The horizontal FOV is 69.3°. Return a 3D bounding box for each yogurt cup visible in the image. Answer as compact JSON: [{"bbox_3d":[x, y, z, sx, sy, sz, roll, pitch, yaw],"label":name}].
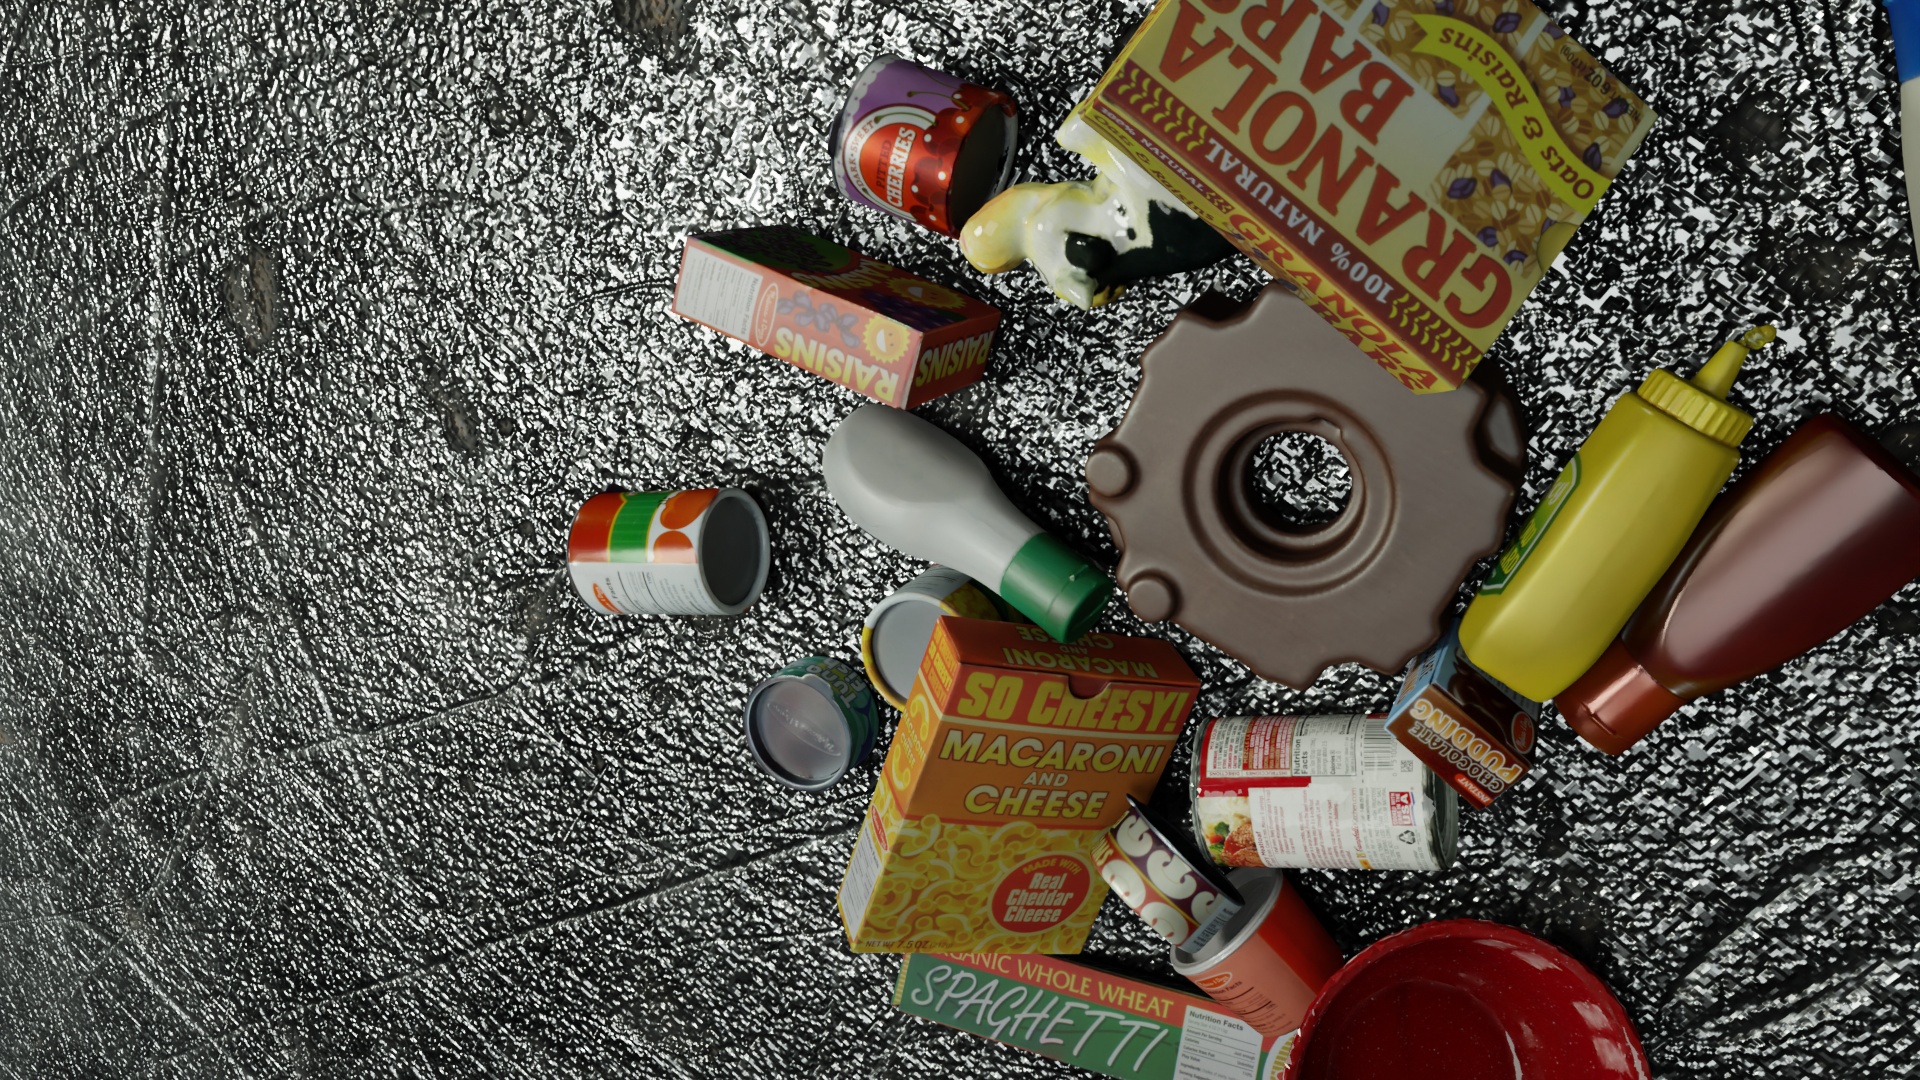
[{"bbox_3d":[0.140,0.191,0.644,0.054,0.073,0.072,46,119,-3],"label":"yogurt cup"}]

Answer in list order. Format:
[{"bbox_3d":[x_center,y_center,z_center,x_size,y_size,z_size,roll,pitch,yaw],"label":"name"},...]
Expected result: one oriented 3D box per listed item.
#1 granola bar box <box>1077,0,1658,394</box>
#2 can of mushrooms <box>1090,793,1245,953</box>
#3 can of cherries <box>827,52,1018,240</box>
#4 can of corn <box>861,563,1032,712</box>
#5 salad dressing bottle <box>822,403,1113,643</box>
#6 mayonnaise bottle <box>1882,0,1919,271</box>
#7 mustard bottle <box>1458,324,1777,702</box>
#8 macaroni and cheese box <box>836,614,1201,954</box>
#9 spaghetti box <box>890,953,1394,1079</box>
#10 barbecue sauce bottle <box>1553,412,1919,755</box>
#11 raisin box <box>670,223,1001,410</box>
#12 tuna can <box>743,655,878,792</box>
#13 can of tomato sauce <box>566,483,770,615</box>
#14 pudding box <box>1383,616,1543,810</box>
[{"bbox_3d":[0.144,-0.150,0.492,0.165,0.039,0.124,37,88,-9],"label":"granola bar box"},{"bbox_3d":[0.091,0.150,0.628,0.071,0.071,0.033,42,94,8],"label":"can of mushrooms"},{"bbox_3d":[-0.016,-0.169,0.603,0.058,0.072,0.071,25,115,17],"label":"can of cherries"},{"bbox_3d":[-0.005,0.049,0.672,0.071,0.058,0.071,8,109,24],"label":"can of corn"},{"bbox_3d":[0.002,-0.008,0.639,0.148,0.064,0.043,36,140,25],"label":"salad dressing bottle"},{"bbox_3d":[0.336,-0.119,0.456,0.041,0.065,0.148,-9,98,29],"label":"mayonnaise bottle"},{"bbox_3d":[0.252,-0.015,0.529,0.049,0.065,0.159,32,111,8],"label":"mustard bottle"},{"bbox_3d":[0.025,0.120,0.649,0.124,0.040,0.165,8,117,-24],"label":"macaroni and cheese box"},{"bbox_3d":[0.086,0.242,0.694,0.250,0.028,0.050,9,79,23],"label":"spaghetti box"},{"bbox_3d":[0.294,0.024,0.530,0.065,0.044,0.148,43,119,8],"label":"barbecue sauce bottle"},{"bbox_3d":[-0.055,-0.104,0.634,0.123,0.086,0.040,24,113,17],"label":"raisin box"},{"bbox_3d":[-0.078,0.094,0.736,0.071,0.033,0.070,8,109,23],"label":"tuna can"},{"bbox_3d":[-0.151,0.004,0.726,0.083,0.071,0.071,-1,105,26],"label":"can of tomato sauce"},{"bbox_3d":[0.205,0.067,0.562,0.050,0.084,0.030,42,119,9],"label":"pudding box"}]
